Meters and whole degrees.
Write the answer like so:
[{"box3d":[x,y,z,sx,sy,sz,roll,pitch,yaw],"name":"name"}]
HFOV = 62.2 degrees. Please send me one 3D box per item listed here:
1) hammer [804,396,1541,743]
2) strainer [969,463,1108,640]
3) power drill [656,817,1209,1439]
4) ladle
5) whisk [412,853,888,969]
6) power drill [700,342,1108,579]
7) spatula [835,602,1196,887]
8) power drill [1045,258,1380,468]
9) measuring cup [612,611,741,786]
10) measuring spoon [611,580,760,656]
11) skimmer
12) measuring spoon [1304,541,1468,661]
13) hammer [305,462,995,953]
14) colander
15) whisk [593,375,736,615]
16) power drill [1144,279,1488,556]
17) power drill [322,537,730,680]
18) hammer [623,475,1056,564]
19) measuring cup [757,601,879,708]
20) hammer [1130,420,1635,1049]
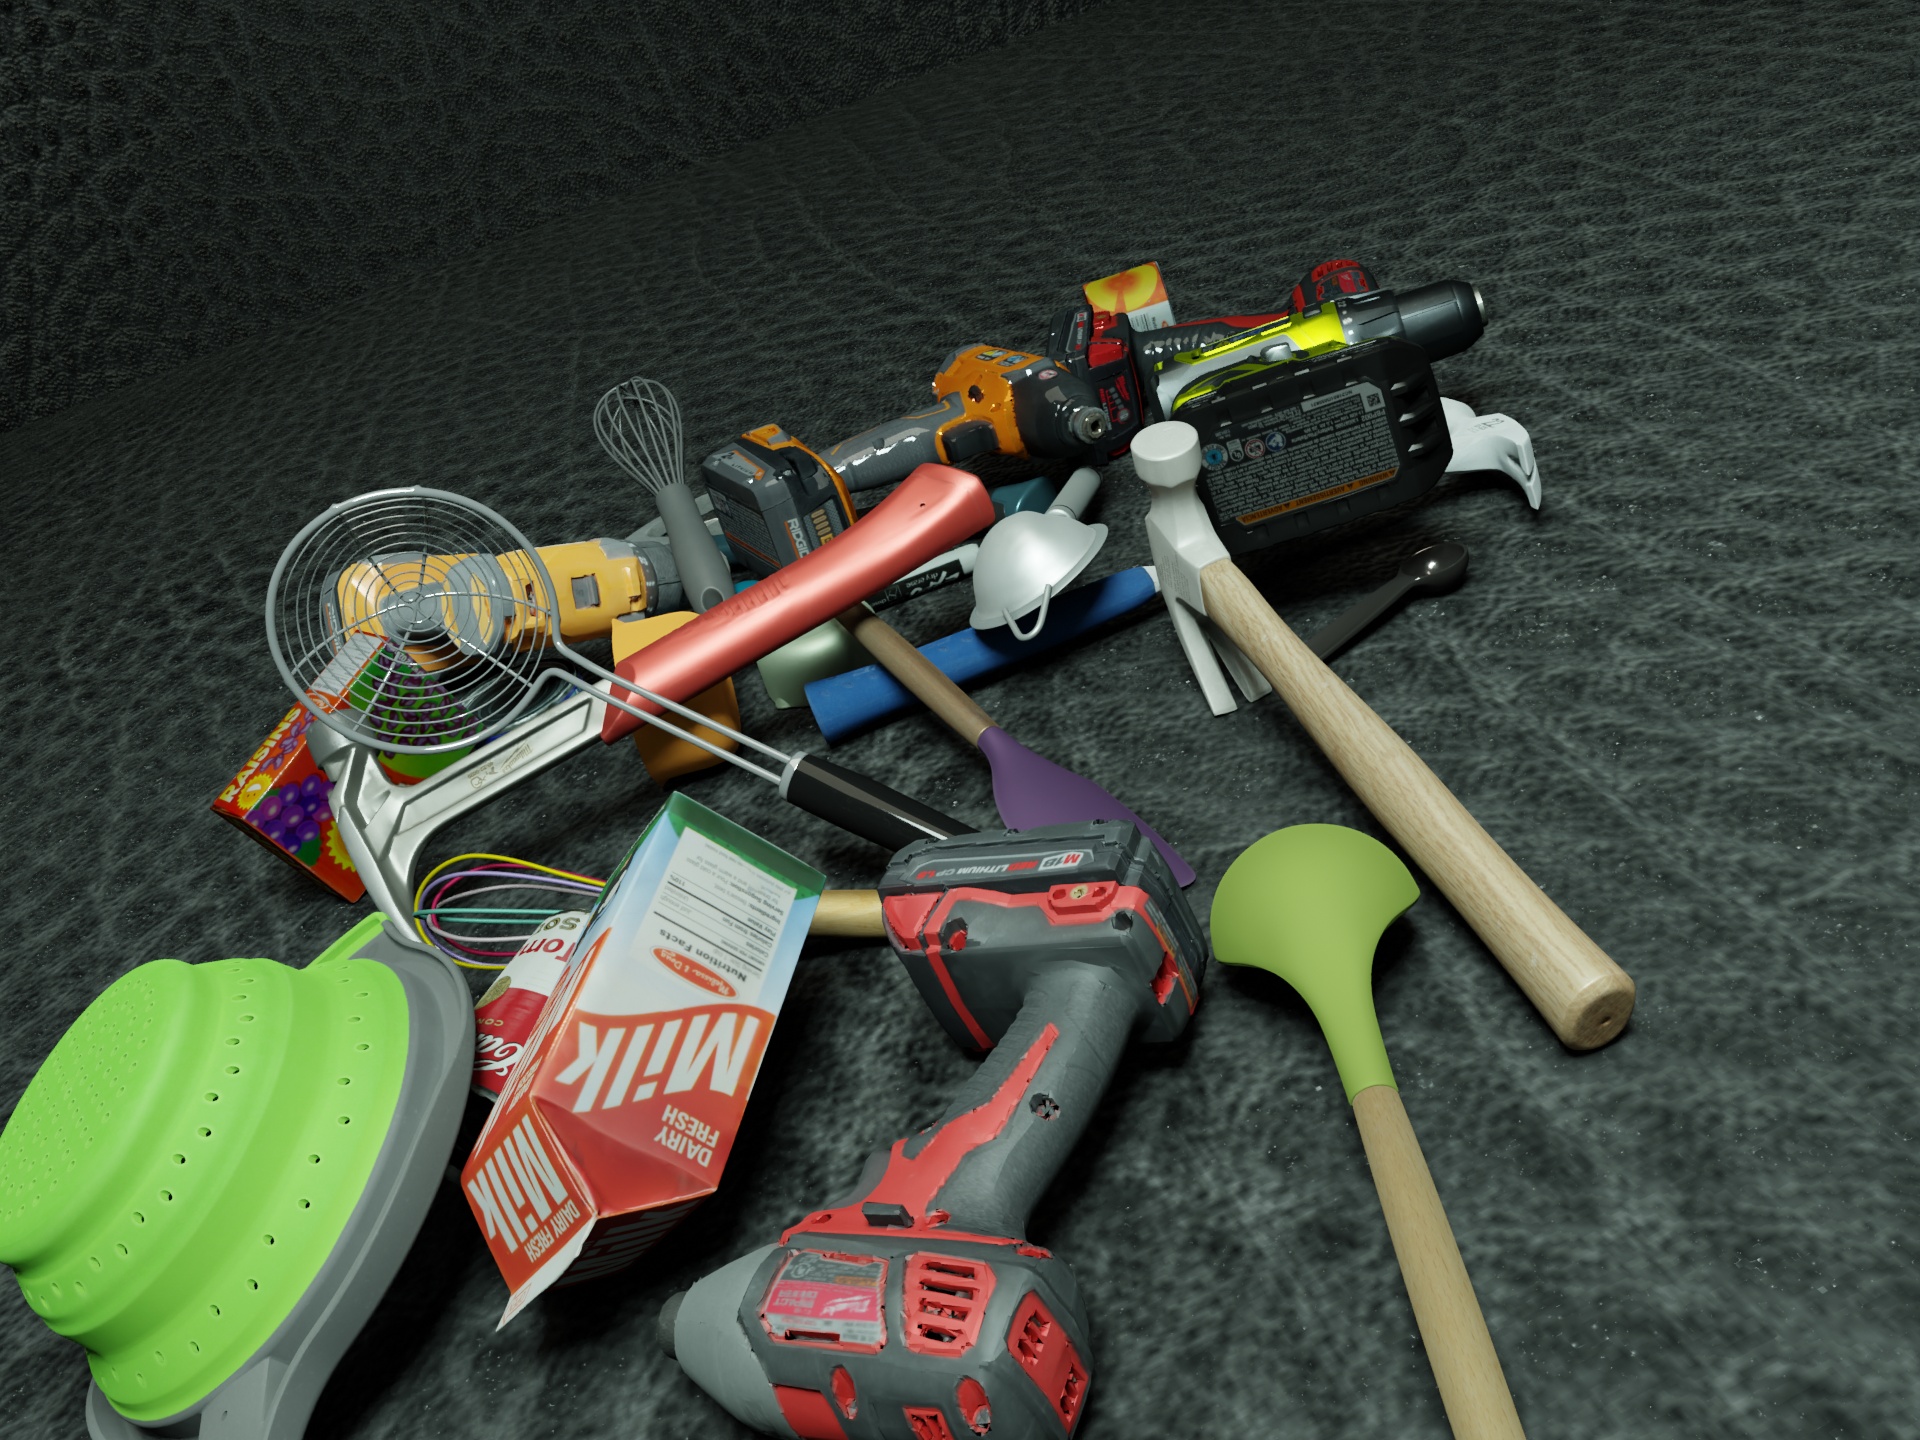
[{"box3d":[0.111,-0.077,0.846,0.405,0.035,0.144,-22,20,-1],"name":"hammer"},{"box3d":[0.051,-0.108,0.880,0.087,0.050,0.258,-29,12,24],"name":"strainer"},{"box3d":[-0.006,0.137,0.533,0.143,0.078,0.220,-9,34,32],"name":"power drill"},{"box3d":[0.136,0.144,0.485,0.078,0.062,0.320,-20,36,10],"name":"ladle"},{"box3d":[-0.130,0.083,0.703,0.245,0.051,0.047,-2,64,11],"name":"whisk"},{"box3d":[-0.026,-0.160,0.966,0.226,0.084,0.164,-28,29,-18],"name":"power drill"},{"box3d":[-0.001,-0.002,0.764,0.059,0.018,0.316,-13,35,-27],"name":"spatula"},{"box3d":[0.173,-0.230,1.039,0.226,0.080,0.188,-9,32,12],"name":"power drill"},{"box3d":[-0.153,-0.023,0.901,0.052,0.095,0.174,-14,11,0],"name":"measuring cup"},{"box3d":[-0.163,-0.062,0.954,0.128,0.021,0.042,-14,12,28],"name":"measuring spoon"},{"box3d":[-0.138,0.005,0.702,0.363,0.127,0.090,24,11,17],"name":"skimmer"},{"box3d":[0.203,-0.049,0.783,0.124,0.018,0.034,-36,23,-13],"name":"measuring spoon"},{"box3d":[-0.137,-0.019,0.795,0.359,0.036,0.149,-30,73,-9],"name":"hammer"},{"box3d":[-0.258,0.200,0.511,0.204,0.094,0.398,-40,36,12],"name":"colander"},{"box3d":[-0.176,-0.133,0.961,0.055,0.055,0.239,-23,51,-6],"name":"whisk"},{"box3d":[0.191,-0.173,0.841,0.190,0.080,0.229,-16,20,17],"name":"power drill"},{"box3d":[-0.273,-0.076,1.001,0.226,0.084,0.185,-2,10,43],"name":"power drill"},{"box3d":[-0.096,-0.122,1.060,0.331,0.033,0.128,-5,34,24],"name":"hammer"},{"box3d":[-0.113,-0.052,0.947,0.168,0.038,0.083,15,45,43],"name":"measuring cup"},{"box3d":[0.155,0.005,0.641,0.031,0.129,0.332,-23,41,-6],"name":"hammer"}]
